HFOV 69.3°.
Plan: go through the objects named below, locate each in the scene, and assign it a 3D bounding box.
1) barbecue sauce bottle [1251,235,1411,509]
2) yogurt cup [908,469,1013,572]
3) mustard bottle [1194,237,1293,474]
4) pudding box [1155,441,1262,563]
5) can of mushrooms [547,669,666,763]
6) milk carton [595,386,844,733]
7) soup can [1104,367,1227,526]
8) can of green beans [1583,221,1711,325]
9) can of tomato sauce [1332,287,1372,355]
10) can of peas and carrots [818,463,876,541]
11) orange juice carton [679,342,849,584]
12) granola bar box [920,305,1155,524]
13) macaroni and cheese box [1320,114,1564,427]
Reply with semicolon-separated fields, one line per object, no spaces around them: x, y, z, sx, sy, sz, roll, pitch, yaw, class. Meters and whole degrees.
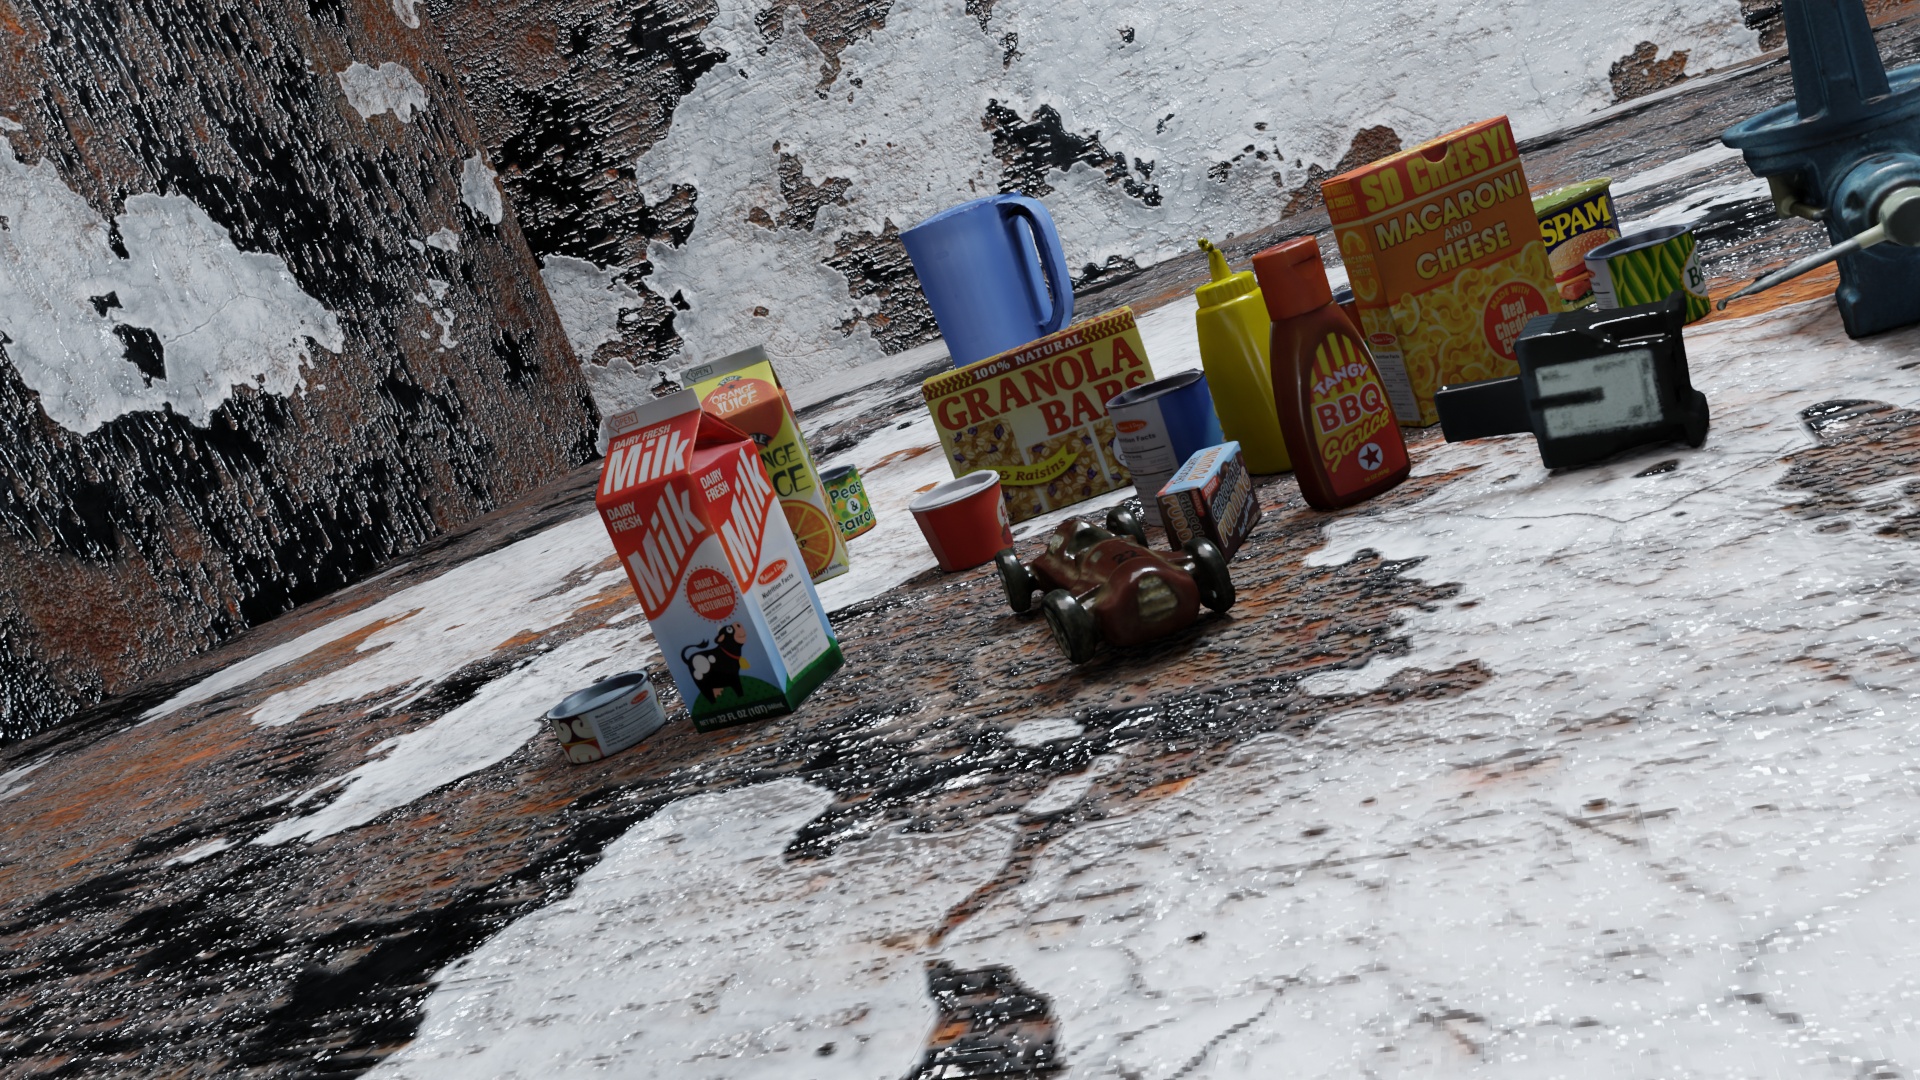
0.204;-0.096;0.785;0.065;0.148;0.043;-24;12;-14;barbecue sauce bottle
0.004;-0.012;0.982;0.072;0.054;0.072;-20;12;4;yogurt cup
0.188;-0.123;0.907;0.049;0.160;0.065;-28;13;-30;mustard bottle
0.142;-0.020;0.793;0.030;0.049;0.084;-14;13;30;pudding box
-0.221;0.110;0.868;0.071;0.033;0.071;-20;12;4;can of mushrooms
-0.146;0.008;0.814;0.072;0.190;0.074;-15;13;27;milk carton
0.140;-0.061;0.894;0.071;0.083;0.071;-20;12;4;soup can
0.454;-0.171;0.918;0.071;0.057;0.071;-20;12;4;can of green beans
0.291;-0.137;0.979;0.071;0.083;0.071;-20;12;4;can of tomato sauce
-0.114;-0.031;1.251;0.071;0.058;0.071;-20;12;4;can of peas and carrots
-0.156;-0.057;1.115;0.072;0.192;0.073;-21;11;-1;orange juice carton
0.070;-0.089;1.043;0.165;0.124;0.039;-19;12;10;granola bar box
0.316;-0.172;0.894;0.124;0.166;0.040;-24;12;-13;macaroni and cheese box
